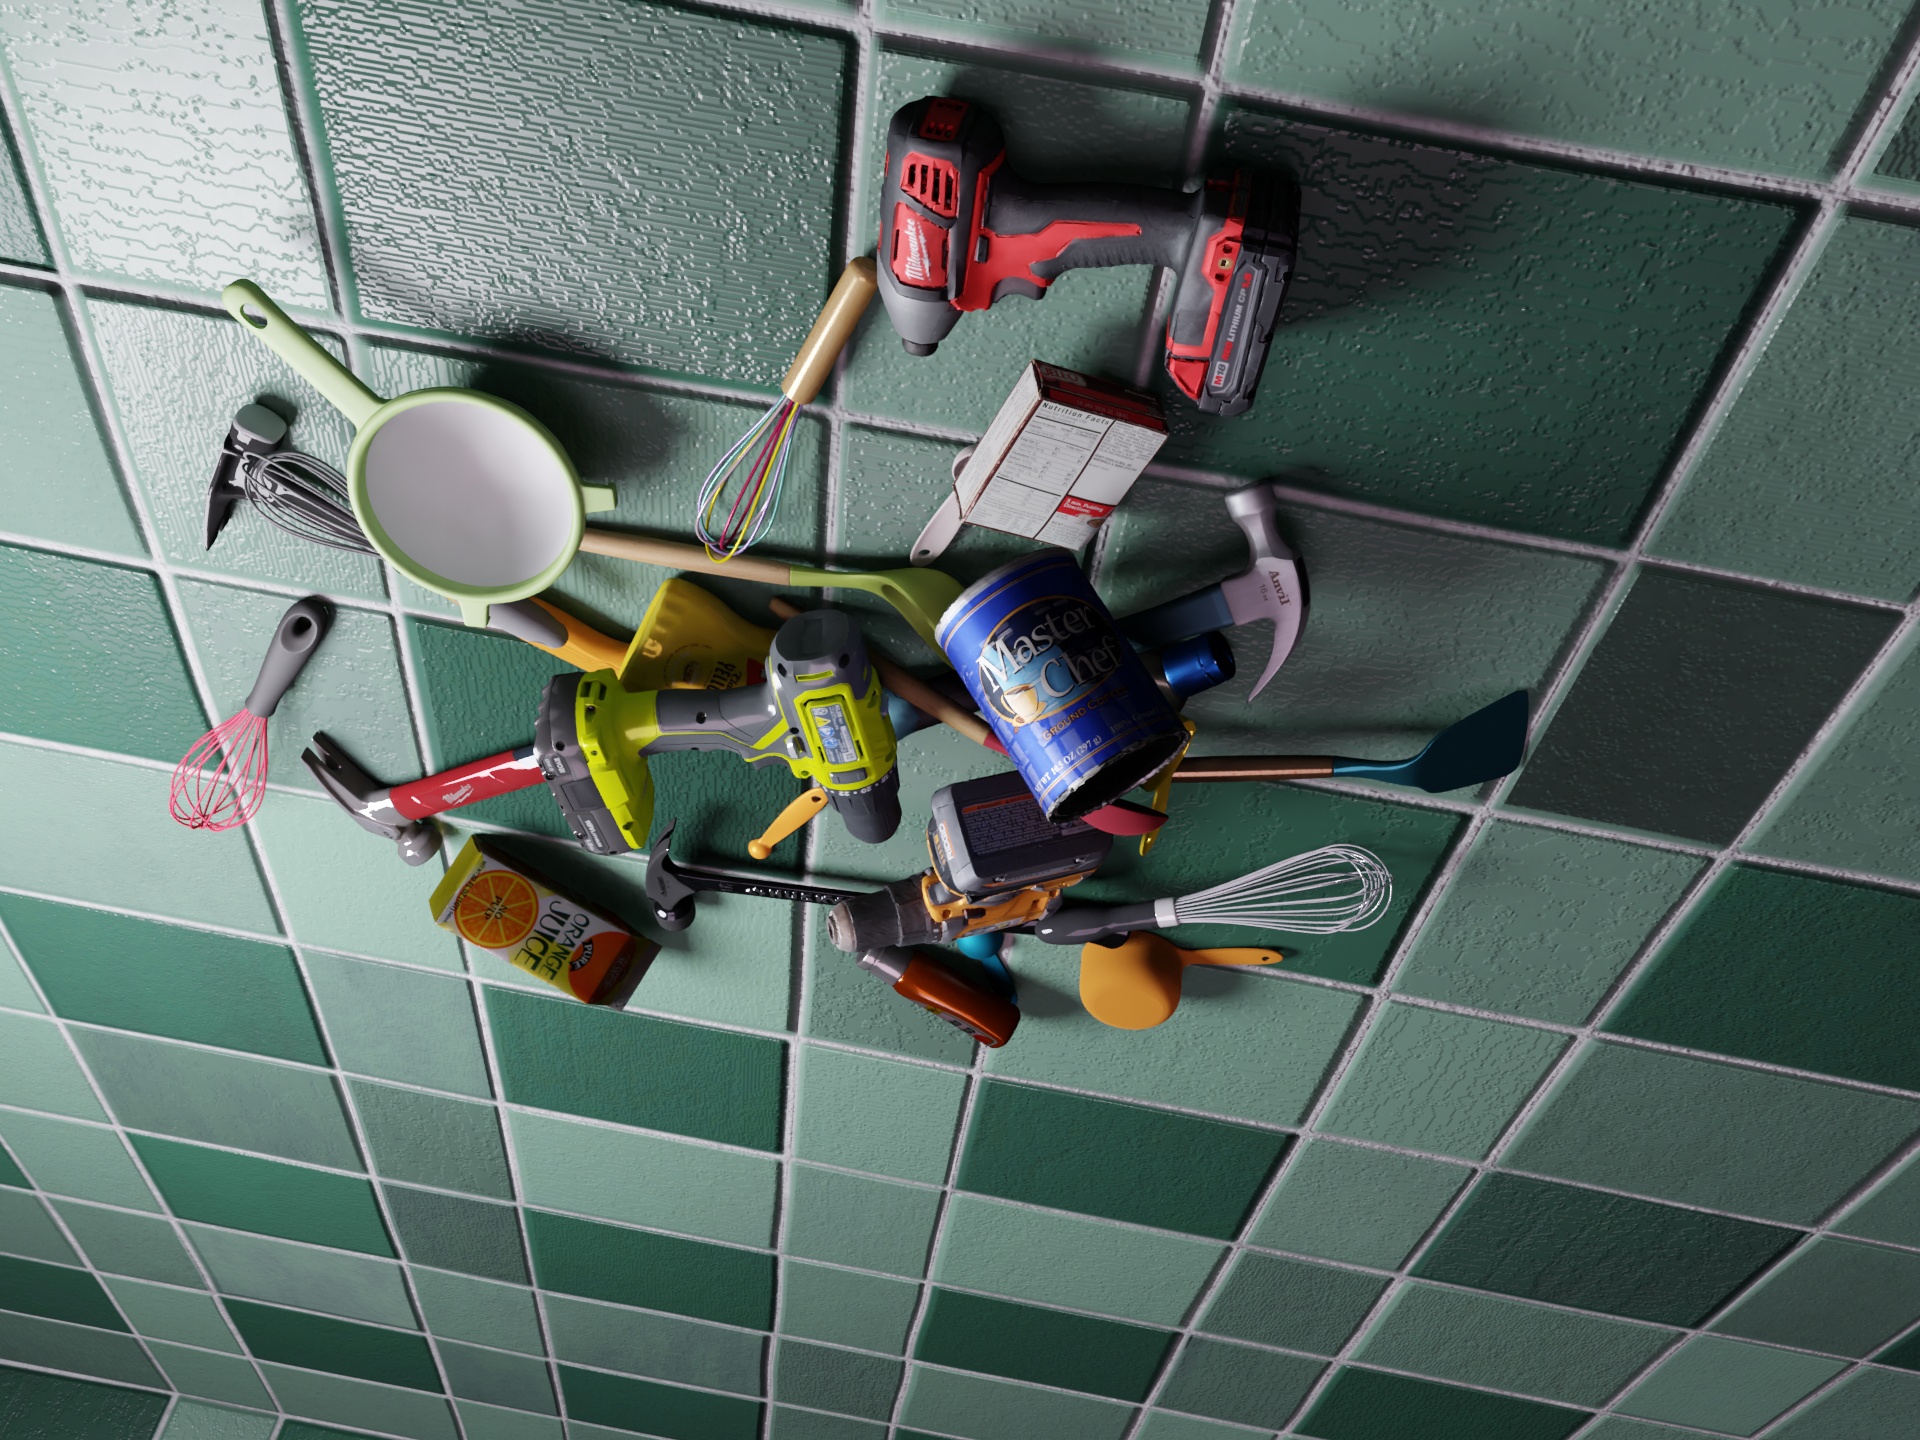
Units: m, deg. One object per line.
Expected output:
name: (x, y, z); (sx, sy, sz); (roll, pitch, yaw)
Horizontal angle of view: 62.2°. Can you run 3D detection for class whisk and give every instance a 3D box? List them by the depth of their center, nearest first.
whisk: (-0.108, -0.184, 0.982); (0.051, 0.047, 0.245); (26, 132, -14)
whisk: (-0.368, -0.112, 1.068); (0.238, 0.055, 0.055); (31, 134, -26)
whisk: (0.193, 0.145, 1.237); (0.284, 0.070, 0.070); (-11, 133, 18)
whisk: (-0.564, 0.000, 1.268); (0.073, 0.073, 0.295); (30, 128, -19)

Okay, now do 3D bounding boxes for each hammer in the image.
hammer: (0.079, -0.047, 1.066); (0.331, 0.033, 0.128); (-18, 100, 32)
hammer: (-0.366, -0.097, 1.135); (0.336, 0.034, 0.127); (28, 134, -17)
hammer: (-0.343, 0.024, 1.256); (0.386, 0.038, 0.143); (-16, 129, 26)
hammer: (-0.062, 0.148, 1.321); (0.409, 0.036, 0.149); (6, 146, 3)

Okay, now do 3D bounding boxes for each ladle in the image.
ladle: (-0.143, -0.092, 1.078); (0.320, 0.062, 0.078); (10, 167, 6)
ladle: (-0.002, -0.003, 1.078); (0.315, 0.069, 0.031); (31, 96, 14)

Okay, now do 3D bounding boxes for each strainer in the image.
strainer: (-0.347, -0.189, 1.010); (0.151, 0.069, 0.256); (-37, 113, 24)

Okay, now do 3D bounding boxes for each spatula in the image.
spatula: (0.236, 0.026, 1.122); (0.317, 0.044, 0.082); (-2, 136, 12)

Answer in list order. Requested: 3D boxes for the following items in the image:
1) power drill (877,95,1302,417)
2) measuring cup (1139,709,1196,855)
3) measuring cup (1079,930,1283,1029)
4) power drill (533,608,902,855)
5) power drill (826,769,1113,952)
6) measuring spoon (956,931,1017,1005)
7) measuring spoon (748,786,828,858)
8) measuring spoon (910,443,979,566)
power drill: (0.062, -0.244, 0.860); (0.219, 0.079, 0.143); (13, 137, 3)
measuring cup: (0.129, 0.046, 1.109); (0.029, 0.062, 0.156); (35, 151, 22)
measuring cup: (0.184, 0.220, 1.339); (0.173, 0.052, 0.095); (-6, 135, 20)
power drill: (-0.156, 0.025, 1.090); (0.228, 0.080, 0.190); (-9, 133, 6)
power drill: (0.002, 0.113, 1.169); (0.185, 0.084, 0.226); (-11, 161, -16)
measuring spoon: (0.028, 0.223, 1.398); (0.042, 0.021, 0.128); (-6, 135, 17)
measuring spoon: (-0.140, 0.085, 1.296); (0.021, 0.011, 0.117); (31, 134, -20)
measuring spoon: (-0.006, -0.140, 1.030); (0.034, 0.018, 0.124); (10, 146, -21)
